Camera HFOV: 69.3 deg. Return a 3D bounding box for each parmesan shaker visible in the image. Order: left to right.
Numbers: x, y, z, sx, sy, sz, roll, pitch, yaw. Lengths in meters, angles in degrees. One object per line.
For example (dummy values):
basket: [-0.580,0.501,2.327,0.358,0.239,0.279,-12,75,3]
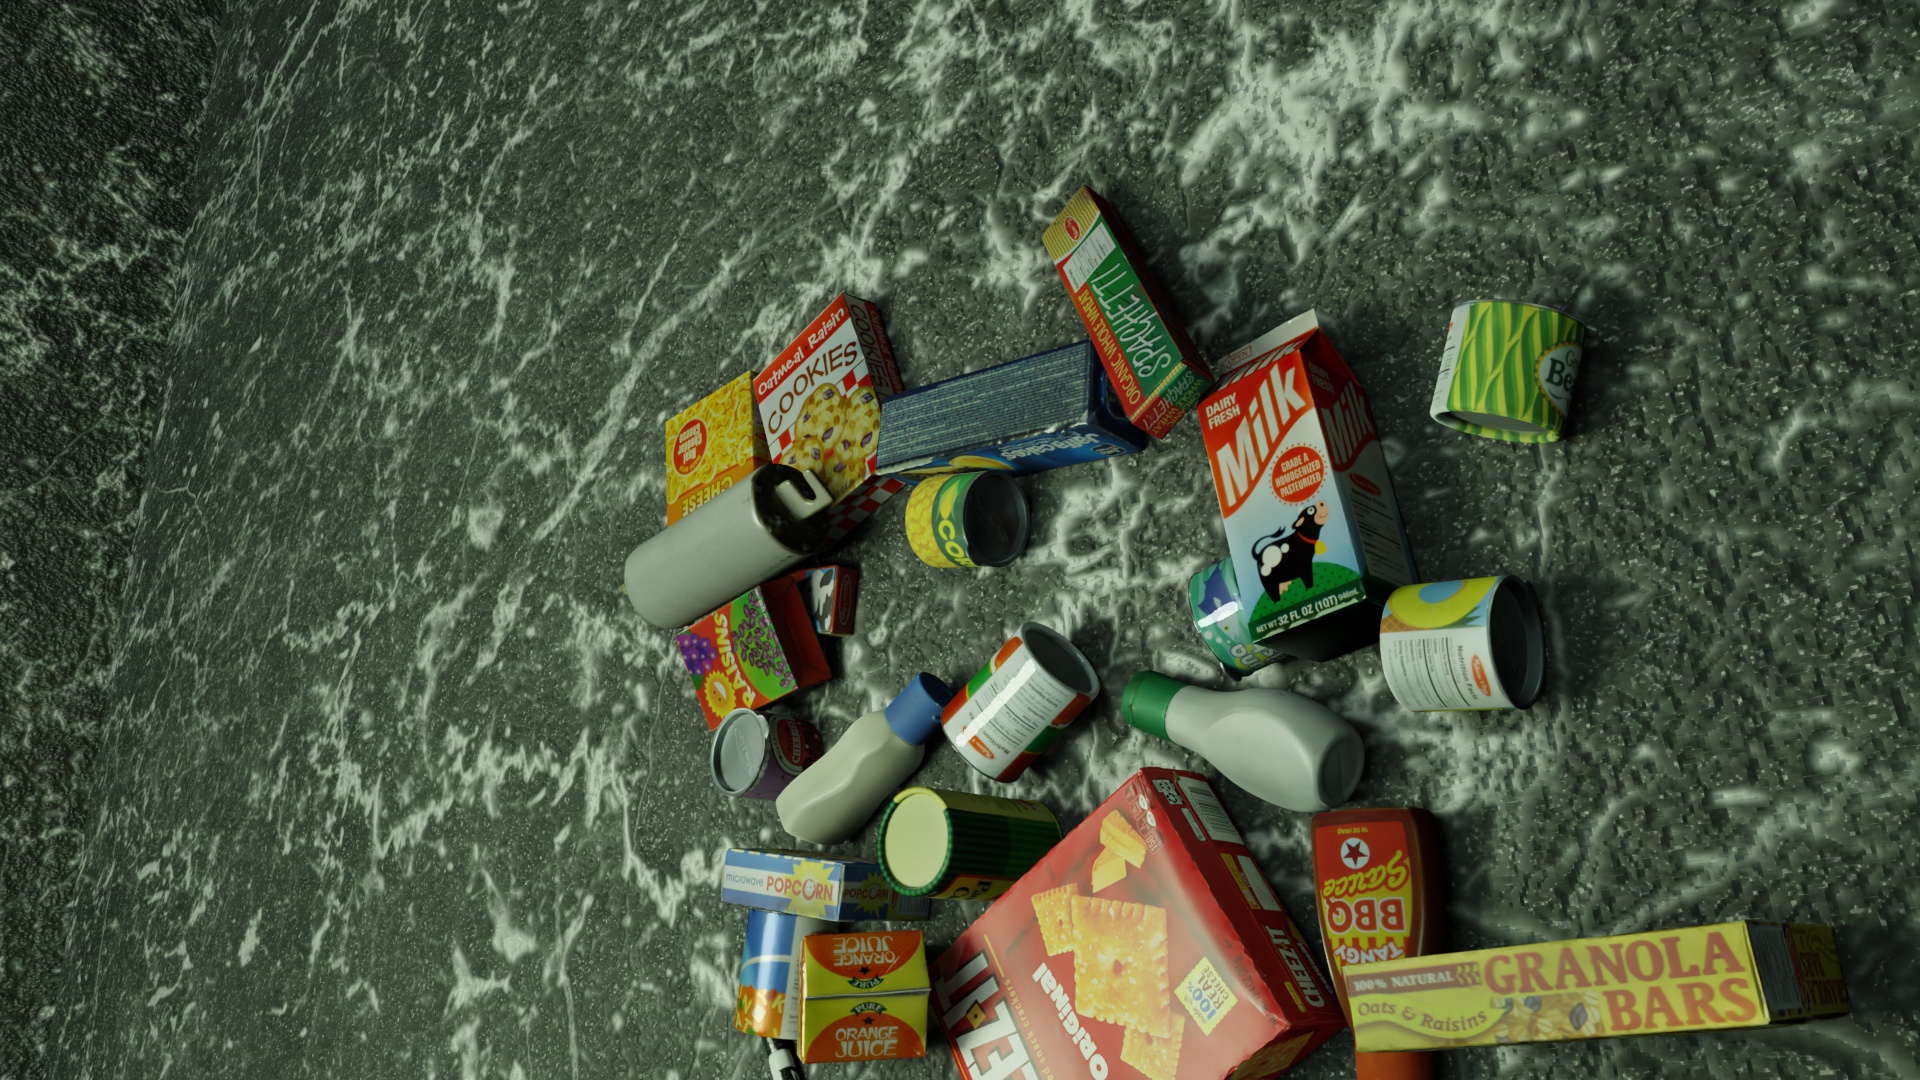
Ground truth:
parmesan shaker: [0.004,0.191,0.865,0.071,0.103,0.071,-16,67,41]

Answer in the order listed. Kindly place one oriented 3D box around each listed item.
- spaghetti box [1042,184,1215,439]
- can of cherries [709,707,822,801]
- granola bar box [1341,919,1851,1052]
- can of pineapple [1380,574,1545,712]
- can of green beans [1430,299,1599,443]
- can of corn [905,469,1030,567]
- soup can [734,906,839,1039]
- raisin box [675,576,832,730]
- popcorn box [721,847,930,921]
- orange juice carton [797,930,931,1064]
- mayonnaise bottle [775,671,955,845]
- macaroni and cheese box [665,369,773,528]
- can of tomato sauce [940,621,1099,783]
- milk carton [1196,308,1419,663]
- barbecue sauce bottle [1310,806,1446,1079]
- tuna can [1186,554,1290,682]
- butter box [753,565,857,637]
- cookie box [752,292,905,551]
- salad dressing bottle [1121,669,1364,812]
spaghetti box: [0.101,-0.152,0.884,0.050,0.028,0.251,-48,31,24]
can of cherries: [-0.146,0.163,1.054,0.071,0.058,0.071,-17,65,41]
granola bar box: [0.268,0.192,0.590,0.165,0.124,0.039,-22,63,39]
can of pineapple: [0.252,0.052,0.696,0.058,0.071,0.071,-9,71,43]
can of green beans: [0.280,-0.086,0.711,0.071,0.071,0.058,11,86,46]
can of corn: [0.003,-0.012,0.957,0.058,0.071,0.071,-3,75,45]
soup can: [-0.124,0.303,0.981,0.071,0.071,0.084,-5,74,44]
raisin box: [-0.163,0.089,1.083,0.123,0.040,0.086,-29,81,41]
popcorn box: [-0.093,0.237,0.959,0.126,0.085,0.038,-5,75,43]
orange juice carton: [-0.063,0.280,0.852,0.192,0.072,0.073,112,157,-69]
mayonnaise bottle: [-0.063,0.154,0.976,0.147,0.064,0.041,-47,45,18]
macaroni and cheese box: [-0.203,-0.045,1.191,0.123,0.040,0.167,-24,61,38]
can of tomato sauce: [0.039,0.102,0.889,0.083,0.071,0.071,-49,48,21]
milk carton: [0.190,-0.036,0.777,0.072,0.073,0.191,-27,59,37]
barbecue sauce bottle: [0.213,0.211,0.696,0.064,0.043,0.149,-16,67,41]
tuna can: [0.161,0.043,0.785,0.032,0.071,0.071,-33,56,33]
butter box: [-0.125,0.050,1.095,0.103,0.024,0.053,-6,74,43]
cookie box: [-0.099,-0.095,1.107,0.122,0.040,0.168,-38,54,30]
salad dressing bottle: [0.154,0.107,0.784,0.147,0.044,0.064,15,122,50]
